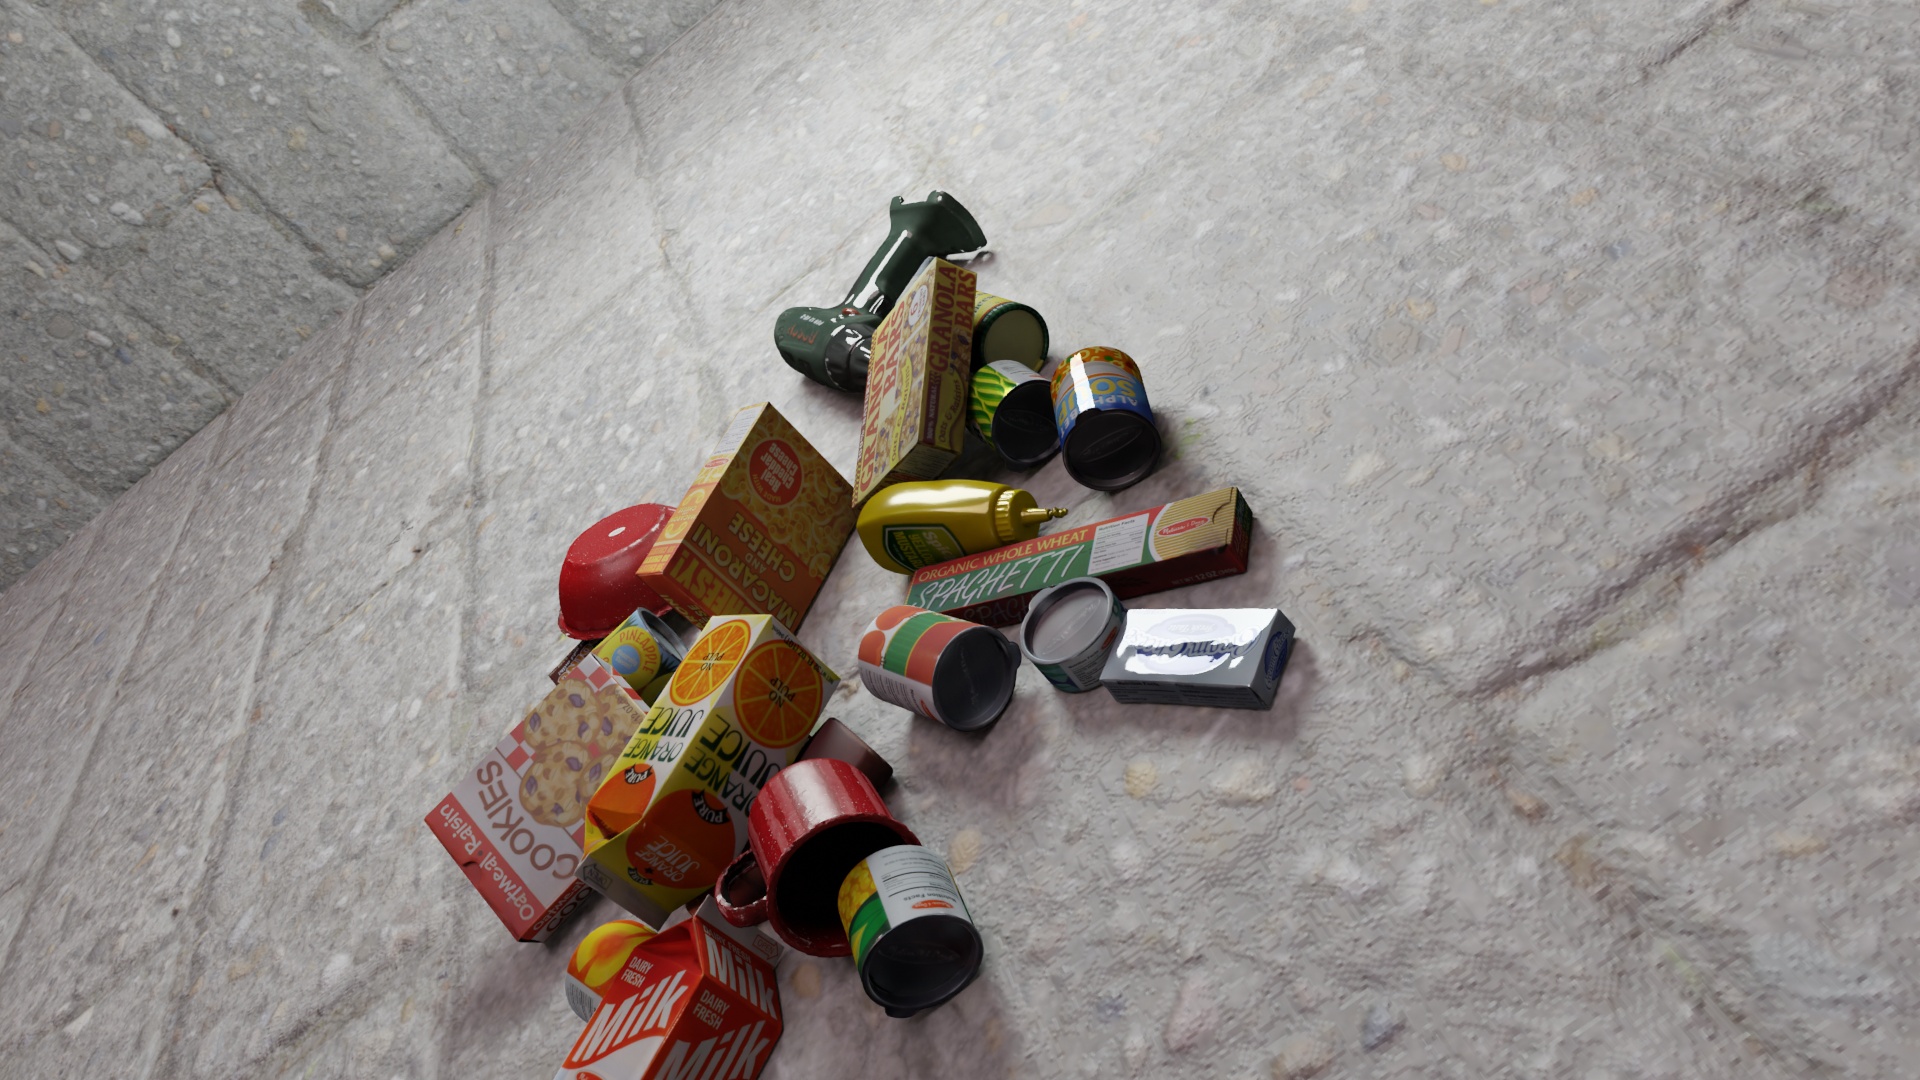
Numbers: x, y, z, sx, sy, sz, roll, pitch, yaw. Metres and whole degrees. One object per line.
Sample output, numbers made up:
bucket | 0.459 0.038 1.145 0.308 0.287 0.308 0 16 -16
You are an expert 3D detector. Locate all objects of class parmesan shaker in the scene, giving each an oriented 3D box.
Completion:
parmesan shaker | 0.020 -0.169 1.129 0.071 0.071 0.103 -47 34 -9

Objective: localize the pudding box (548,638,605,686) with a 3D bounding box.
pudding box | -0.303 0.100 1.173 0.084 0.030 0.050 -48 34 -10

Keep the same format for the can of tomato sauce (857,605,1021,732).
can of tomato sauce | -0.014 0.078 0.880 0.083 0.071 0.071 12 60 51

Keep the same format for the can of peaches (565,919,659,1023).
can of peaches | -0.196 0.269 0.844 0.058 0.071 0.071 6 55 49

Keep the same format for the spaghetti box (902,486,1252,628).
spaghetti box | 0.069 0.019 0.898 0.249 0.028 0.050 -15 41 33

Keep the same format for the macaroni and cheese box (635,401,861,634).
macaroni and cheese box | -0.155 -0.003 1.060 0.040 0.123 0.167 -7 46 44

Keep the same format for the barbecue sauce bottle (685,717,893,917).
barbecue sauce bottle | -0.110 0.183 0.876 0.149 0.043 0.065 -49 33 -10

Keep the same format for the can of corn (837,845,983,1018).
can of corn | -0.029 0.209 0.747 0.071 0.071 0.058 -39 33 4

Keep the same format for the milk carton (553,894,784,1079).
milk carton | -0.169 0.299 0.777 0.073 0.072 0.191 1 53 46

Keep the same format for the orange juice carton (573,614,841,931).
orange juice carton | -0.163 0.143 0.872 0.073 0.071 0.193 -6 46 47

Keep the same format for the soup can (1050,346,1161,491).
soup can | 0.097 -0.087 0.953 0.071 0.071 0.084 -29 35 18

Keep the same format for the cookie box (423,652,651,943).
cookie box | -0.284 0.184 0.997 0.167 0.040 0.123 -46 66 -8

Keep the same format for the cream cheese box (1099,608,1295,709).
cream cheese box | 0.133 0.066 0.786 0.103 0.024 0.053 -3 50 43

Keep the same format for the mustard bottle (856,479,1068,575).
mustard bottle | 0.003 -0.012 0.969 0.160 0.065 0.049 -7 41 36

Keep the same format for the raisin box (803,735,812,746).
raisin box | -0.157 0.172 0.937 0.086 0.040 0.124 14 62 50

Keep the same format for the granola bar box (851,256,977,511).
granola bar box | -0.035 -0.115 1.067 0.123 0.039 0.166 -40 39 54

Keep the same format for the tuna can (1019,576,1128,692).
tuna can | 0.071 0.057 0.850 0.071 0.032 0.071 -26 36 21

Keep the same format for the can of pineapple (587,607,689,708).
can of pineapple | -0.252 0.095 1.092 0.058 0.071 0.071 -43 33 -1

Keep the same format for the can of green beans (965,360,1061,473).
can of green beans | 0.041 -0.094 1.022 0.071 0.071 0.058 -43 33 -3
